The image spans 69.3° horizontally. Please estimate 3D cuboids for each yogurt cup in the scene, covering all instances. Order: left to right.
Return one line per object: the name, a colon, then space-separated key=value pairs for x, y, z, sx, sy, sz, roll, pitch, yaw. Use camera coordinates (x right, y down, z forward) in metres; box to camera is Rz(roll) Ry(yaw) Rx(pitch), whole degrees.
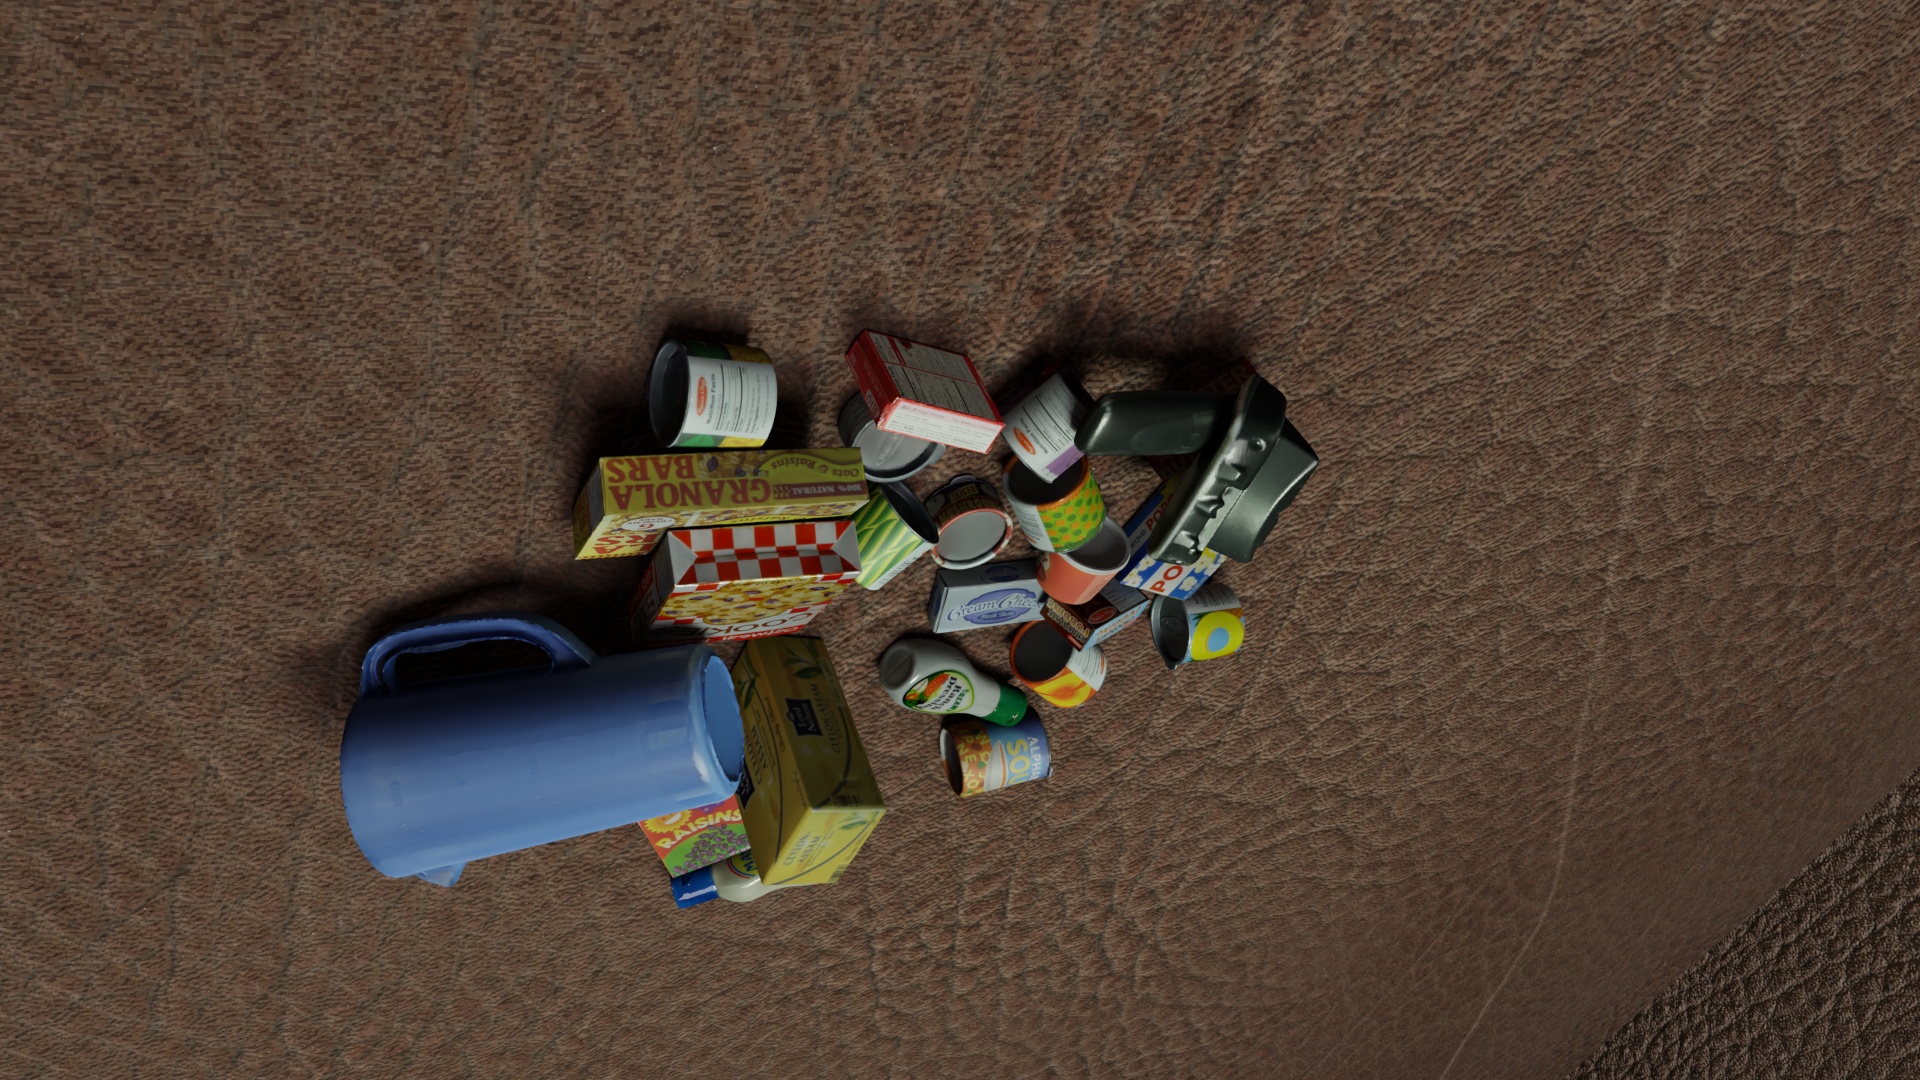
yogurt cup: x=0.093 y=0.013 z=1.095 sx=0.072 sy=0.073 sz=0.053 roll=-2 pitch=142 yaw=-26

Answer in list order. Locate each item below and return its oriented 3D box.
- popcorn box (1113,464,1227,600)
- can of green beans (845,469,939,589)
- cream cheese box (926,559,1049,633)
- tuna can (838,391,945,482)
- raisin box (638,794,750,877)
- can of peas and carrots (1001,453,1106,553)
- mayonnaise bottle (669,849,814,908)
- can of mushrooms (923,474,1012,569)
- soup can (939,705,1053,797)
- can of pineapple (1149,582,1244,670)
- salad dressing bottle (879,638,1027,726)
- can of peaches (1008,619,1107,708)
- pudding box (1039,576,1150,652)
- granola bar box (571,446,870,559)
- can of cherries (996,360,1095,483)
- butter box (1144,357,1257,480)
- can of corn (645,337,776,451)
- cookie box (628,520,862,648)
popcorn box: x=0.188 y=-0.011 z=1.137 sx=0.085 sy=0.038 sz=0.126 roll=16 pitch=125 yaw=-38
can of green beans: x=-0.058 y=-0.007 z=0.989 sx=0.057 sy=0.071 sz=0.071 roll=-38 pitch=139 yaw=15
cream cheese box: x=0.027 y=0.044 z=1.123 sx=0.104 sy=0.024 sz=0.053 roll=-6 pitch=136 yaw=-23
tuna can: x=-0.046 y=-0.074 z=0.949 sx=0.071 sy=0.033 sz=0.070 roll=-15 pitch=139 yaw=-13
raisin box: x=-0.224 y=0.228 z=1.176 sx=0.086 sy=0.040 sz=0.122 roll=-19 pitch=141 yaw=-7
can of peas and carrots: x=0.071 y=-0.035 z=1.029 sx=0.071 sy=0.071 sz=0.058 roll=-27 pitch=140 yaw=1
mayonnaise bottle: x=-0.185 y=0.292 z=1.250 sx=0.148 sy=0.065 sz=0.041 roll=-16 pitch=140 yaw=-6
can of mushrooms: x=0.004 y=-0.013 z=1.042 sx=0.071 sy=0.033 sz=0.070 roll=-14 pitch=139 yaw=-13
soup can: x=0.032 y=0.191 z=1.247 sx=0.084 sy=0.071 sz=0.071 roll=-11 pitch=138 yaw=-17
can of pineapple: x=0.207 y=0.074 z=1.217 sx=0.058 sy=0.071 sz=0.070 roll=-6 pitch=136 yaw=-22
salad dressing bottle: x=-0.003 y=0.124 z=1.178 sx=0.147 sy=0.044 sz=0.064 roll=24 pitch=118 yaw=-43
can of peaches: x=0.081 y=0.103 z=1.183 sx=0.071 sy=0.071 sz=0.058 roll=-36 pitch=139 yaw=12
pudding box: x=0.110 y=0.054 z=1.136 sx=0.084 sy=0.050 sz=0.030 roll=-22 pitch=149 yaw=-46
granola bar box: x=-0.158 y=-0.024 z=0.896 sx=0.166 sy=0.039 sz=0.124 roll=-4 pitch=169 yaw=-24
can of cherries: x=0.064 y=-0.084 z=0.975 sx=0.058 sy=0.072 sz=0.071 roll=-41 pitch=138 yaw=15
butter box: x=0.185 y=-0.091 z=1.060 sx=0.103 sy=0.024 sz=0.053 roll=-31 pitch=141 yaw=6
can of corn: x=-0.153 y=-0.089 z=0.852 sx=0.058 sy=0.071 sz=0.070 roll=2 pitch=133 yaw=-33
cookie box: x=-0.151 y=0.033 z=0.947 sx=0.123 sy=0.040 sz=0.167 roll=-4 pitch=164 yaw=-23
